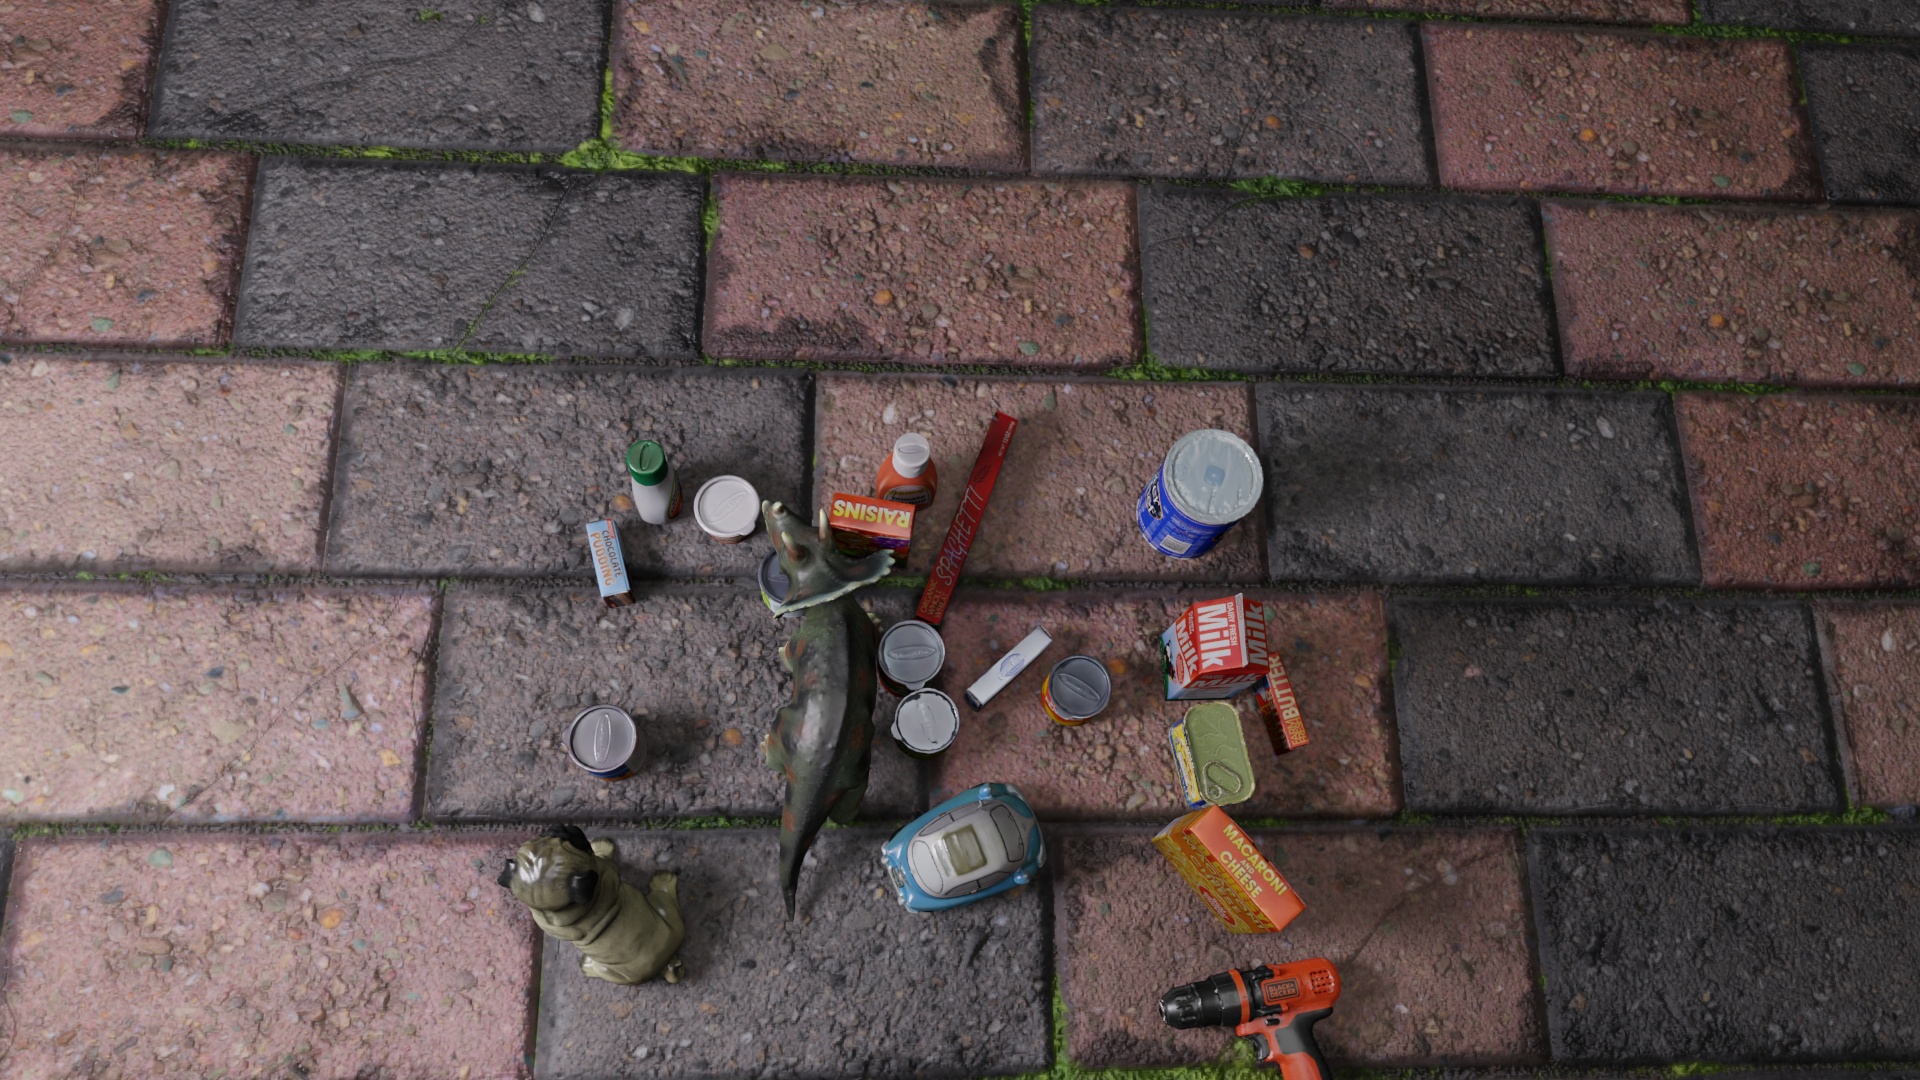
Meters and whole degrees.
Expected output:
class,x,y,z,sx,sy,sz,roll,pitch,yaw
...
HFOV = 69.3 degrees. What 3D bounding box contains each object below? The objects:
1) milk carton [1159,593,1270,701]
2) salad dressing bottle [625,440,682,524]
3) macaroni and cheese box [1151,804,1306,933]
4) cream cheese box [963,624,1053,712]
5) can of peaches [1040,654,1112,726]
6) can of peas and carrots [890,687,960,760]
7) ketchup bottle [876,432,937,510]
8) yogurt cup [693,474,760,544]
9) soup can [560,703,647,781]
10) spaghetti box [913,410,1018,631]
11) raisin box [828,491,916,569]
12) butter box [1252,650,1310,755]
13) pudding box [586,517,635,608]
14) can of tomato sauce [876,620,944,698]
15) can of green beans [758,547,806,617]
class,x,y,z,sx,sy,sz,roll,pitch,yaw
milk carton,0.258,0.109,1.395,0.073,0.190,0.072,-1,74,-5
salad dressing bottle,-0.312,-0.060,1.415,0.044,0.147,0.064,6,73,-3
macaroni and cheese box,0.256,0.319,1.343,0.040,0.166,0.124,-39,80,-14
cream cheese box,0.049,0.133,1.439,0.104,0.053,0.024,-41,81,-15
can of peaches,0.118,0.158,1.436,0.071,0.058,0.071,1,73,-5
can of peas and carrots,-0.038,0.188,1.412,0.071,0.058,0.071,1,73,-5
ketchup bottle,-0.054,-0.071,1.442,0.065,0.148,0.043,-2,74,-6
yogurt cup,-0.244,-0.029,1.461,0.072,0.053,0.072,1,73,-5
soup can,-0.349,0.200,1.366,0.071,0.083,0.071,1,73,-5
spaghetti box,0.005,-0.019,1.483,0.029,0.050,0.251,21,72,1
raisin box,-0.093,-0.008,1.433,0.086,0.123,0.040,10,73,-2
butter box,0.332,0.171,1.455,0.024,0.053,0.103,-14,75,-9
pudding box,-0.361,0.023,1.436,0.030,0.049,0.084,-14,75,-9
can of tomato sauce,-0.052,0.124,1.417,0.071,0.083,0.071,1,73,-5
can of green beans,-0.175,0.042,1.444,0.071,0.057,0.071,1,73,-5
